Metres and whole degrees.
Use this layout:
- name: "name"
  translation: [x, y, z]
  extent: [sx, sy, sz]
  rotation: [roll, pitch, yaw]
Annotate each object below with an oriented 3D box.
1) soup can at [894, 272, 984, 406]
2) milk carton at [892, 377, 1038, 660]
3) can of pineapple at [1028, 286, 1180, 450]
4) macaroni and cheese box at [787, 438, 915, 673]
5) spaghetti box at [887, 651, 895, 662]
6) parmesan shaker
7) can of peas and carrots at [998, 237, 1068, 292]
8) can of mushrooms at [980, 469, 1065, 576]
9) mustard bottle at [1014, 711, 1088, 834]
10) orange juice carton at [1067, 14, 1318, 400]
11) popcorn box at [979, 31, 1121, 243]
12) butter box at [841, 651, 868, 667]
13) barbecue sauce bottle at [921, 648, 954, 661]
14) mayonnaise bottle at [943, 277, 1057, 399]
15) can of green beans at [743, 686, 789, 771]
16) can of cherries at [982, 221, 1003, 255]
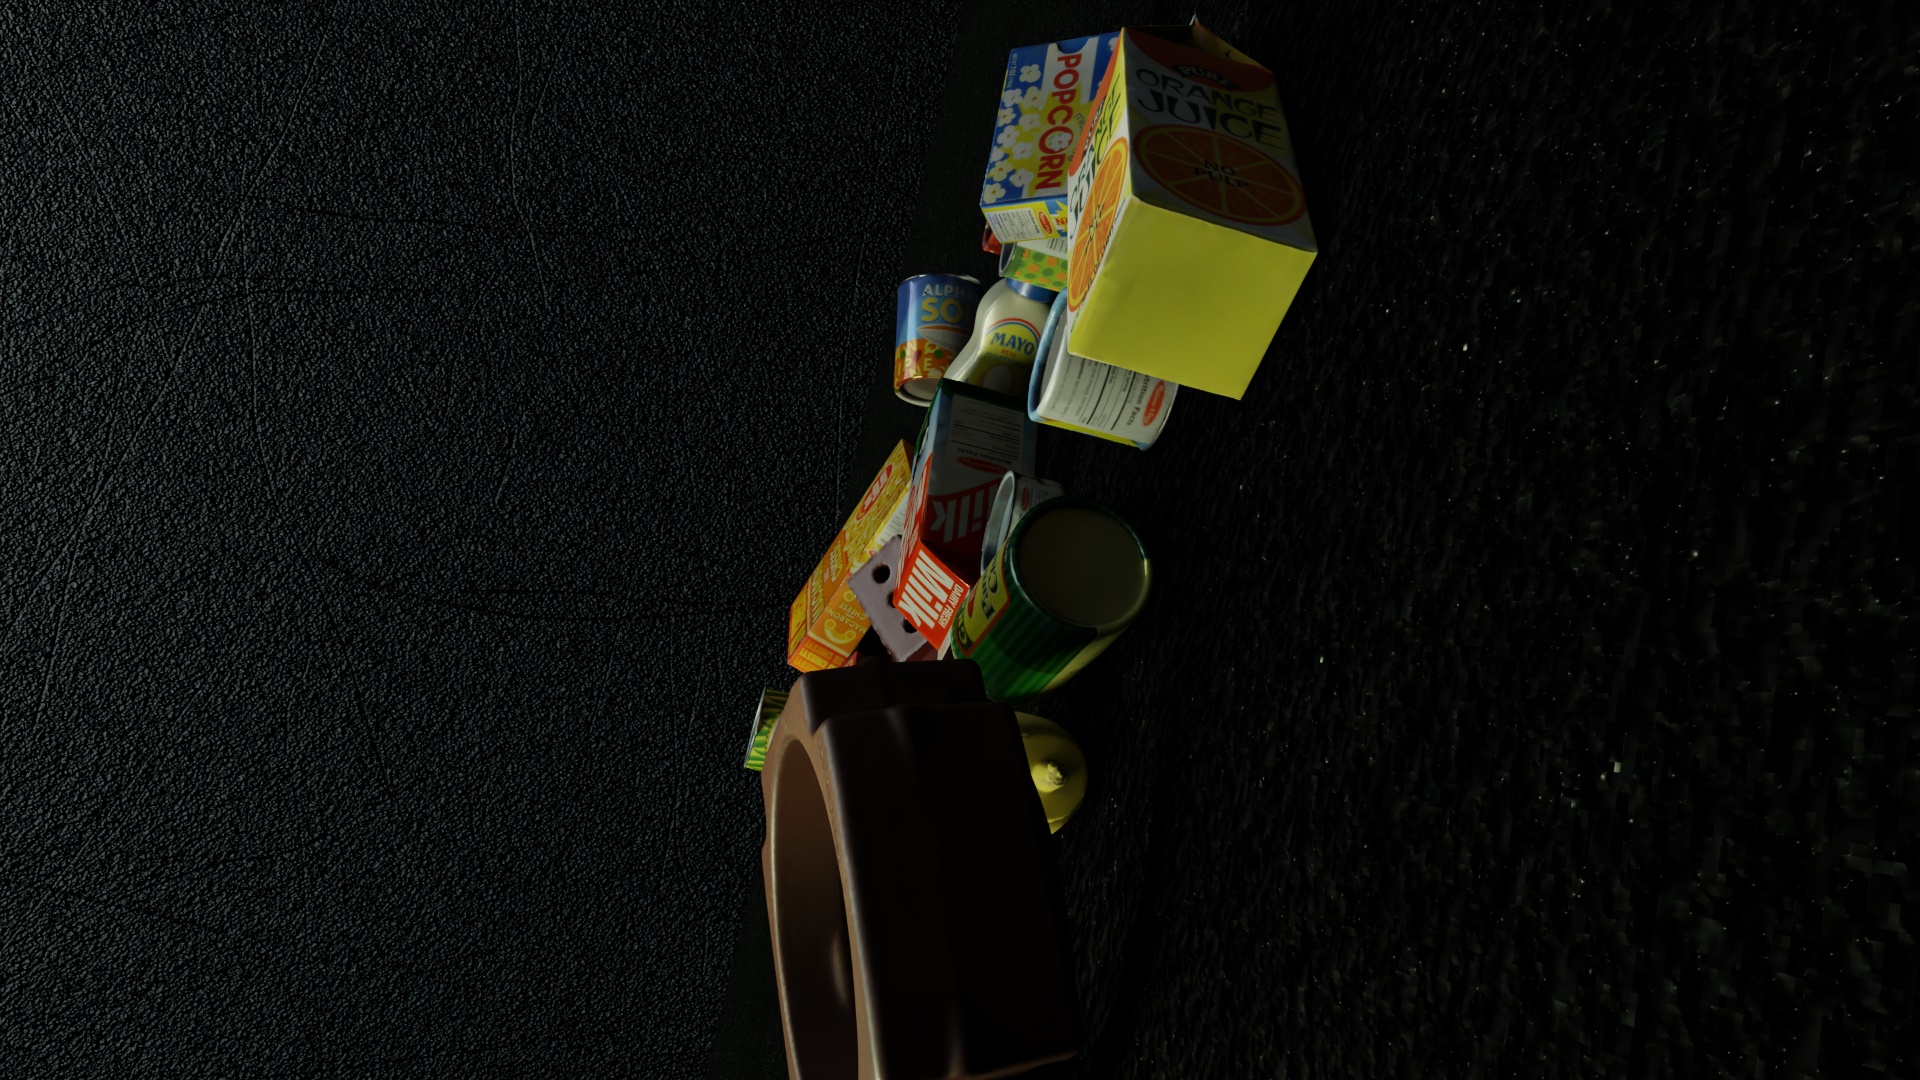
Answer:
- name: "soup can"
  translation: [-0.015, -0.151, 1.048]
  extent: [0.071, 0.071, 0.084]
  rotation: [129, 144, -71]
- name: "milk carton"
  translation: [0.003, -0.011, 0.912]
  extent: [0.072, 0.073, 0.191]
  rotation: [114, 167, -47]
- name: "can of pineapple"
  translation: [0.068, -0.082, 0.655]
  extent: [0.071, 0.058, 0.071]
  rotation: [-163, 87, -82]
- name: "macaroni and cheese box"
  translation: [-0.070, 0.014, 1.054]
  extent: [0.166, 0.040, 0.124]
  rotation: [-56, 14, 12]
- name: "spaghetti box"
  translation: [-0.029, 0.045, 1.113]
  extent: [0.251, 0.050, 0.028]
  rotation: [-92, 17, -61]
- name: "parmesan shaker"
  translation: [0.041, 0.027, 0.632]
  extent: [0.102, 0.071, 0.071]
  rotation: [121, 161, -62]
- name: "can of peas and carrots"
  translation: [0.061, -0.193, 0.886]
  extent: [0.071, 0.059, 0.071]
  rotation: [-163, 87, -83]
- name: "can of mushrooms"
  translation: [0.036, -0.006, 0.823]
  extent: [0.071, 0.033, 0.071]
  rotation: [-164, 88, -81]
- name: "mustard bottle"
  translation: [0.027, 0.110, 0.642]
  extent: [0.160, 0.049, 0.065]
  rotation: [143, 137, -75]
- name: "orange juice carton"
  translation: [0.089, -0.150, 0.578]
  extent: [0.194, 0.073, 0.071]
  rotation: [-85, 12, -48]
- name: "popcorn box"
  translation: [0.066, -0.241, 0.831]
  extent: [0.038, 0.085, 0.127]
  rotation: [52, -137, -55]
- name: "butter box"
  translation: [-0.081, 0.129, 0.970]
  extent: [0.053, 0.024, 0.104]
  rotation: [-49, 21, 26]
- name: "barbecue sauce bottle"
  translation: [-0.010, 0.133, 0.866]
  extent: [0.149, 0.044, 0.064]
  rotation: [-90, 20, -57]
- name: "mayonnaise bottle"
  translation: [0.035, -0.144, 0.972]
  extent: [0.041, 0.065, 0.147]
  rotation: [-91, 21, -56]
- name: "can of green beans"
  translation: [-0.136, 0.155, 1.106]
  extent: [0.071, 0.058, 0.071]
  rotation: [-162, 87, -82]
- name: "can of cherries"
  translation: [0.052, -0.233, 1.009]
  extent: [0.071, 0.058, 0.071]
  rotation: [-163, 88, -81]
